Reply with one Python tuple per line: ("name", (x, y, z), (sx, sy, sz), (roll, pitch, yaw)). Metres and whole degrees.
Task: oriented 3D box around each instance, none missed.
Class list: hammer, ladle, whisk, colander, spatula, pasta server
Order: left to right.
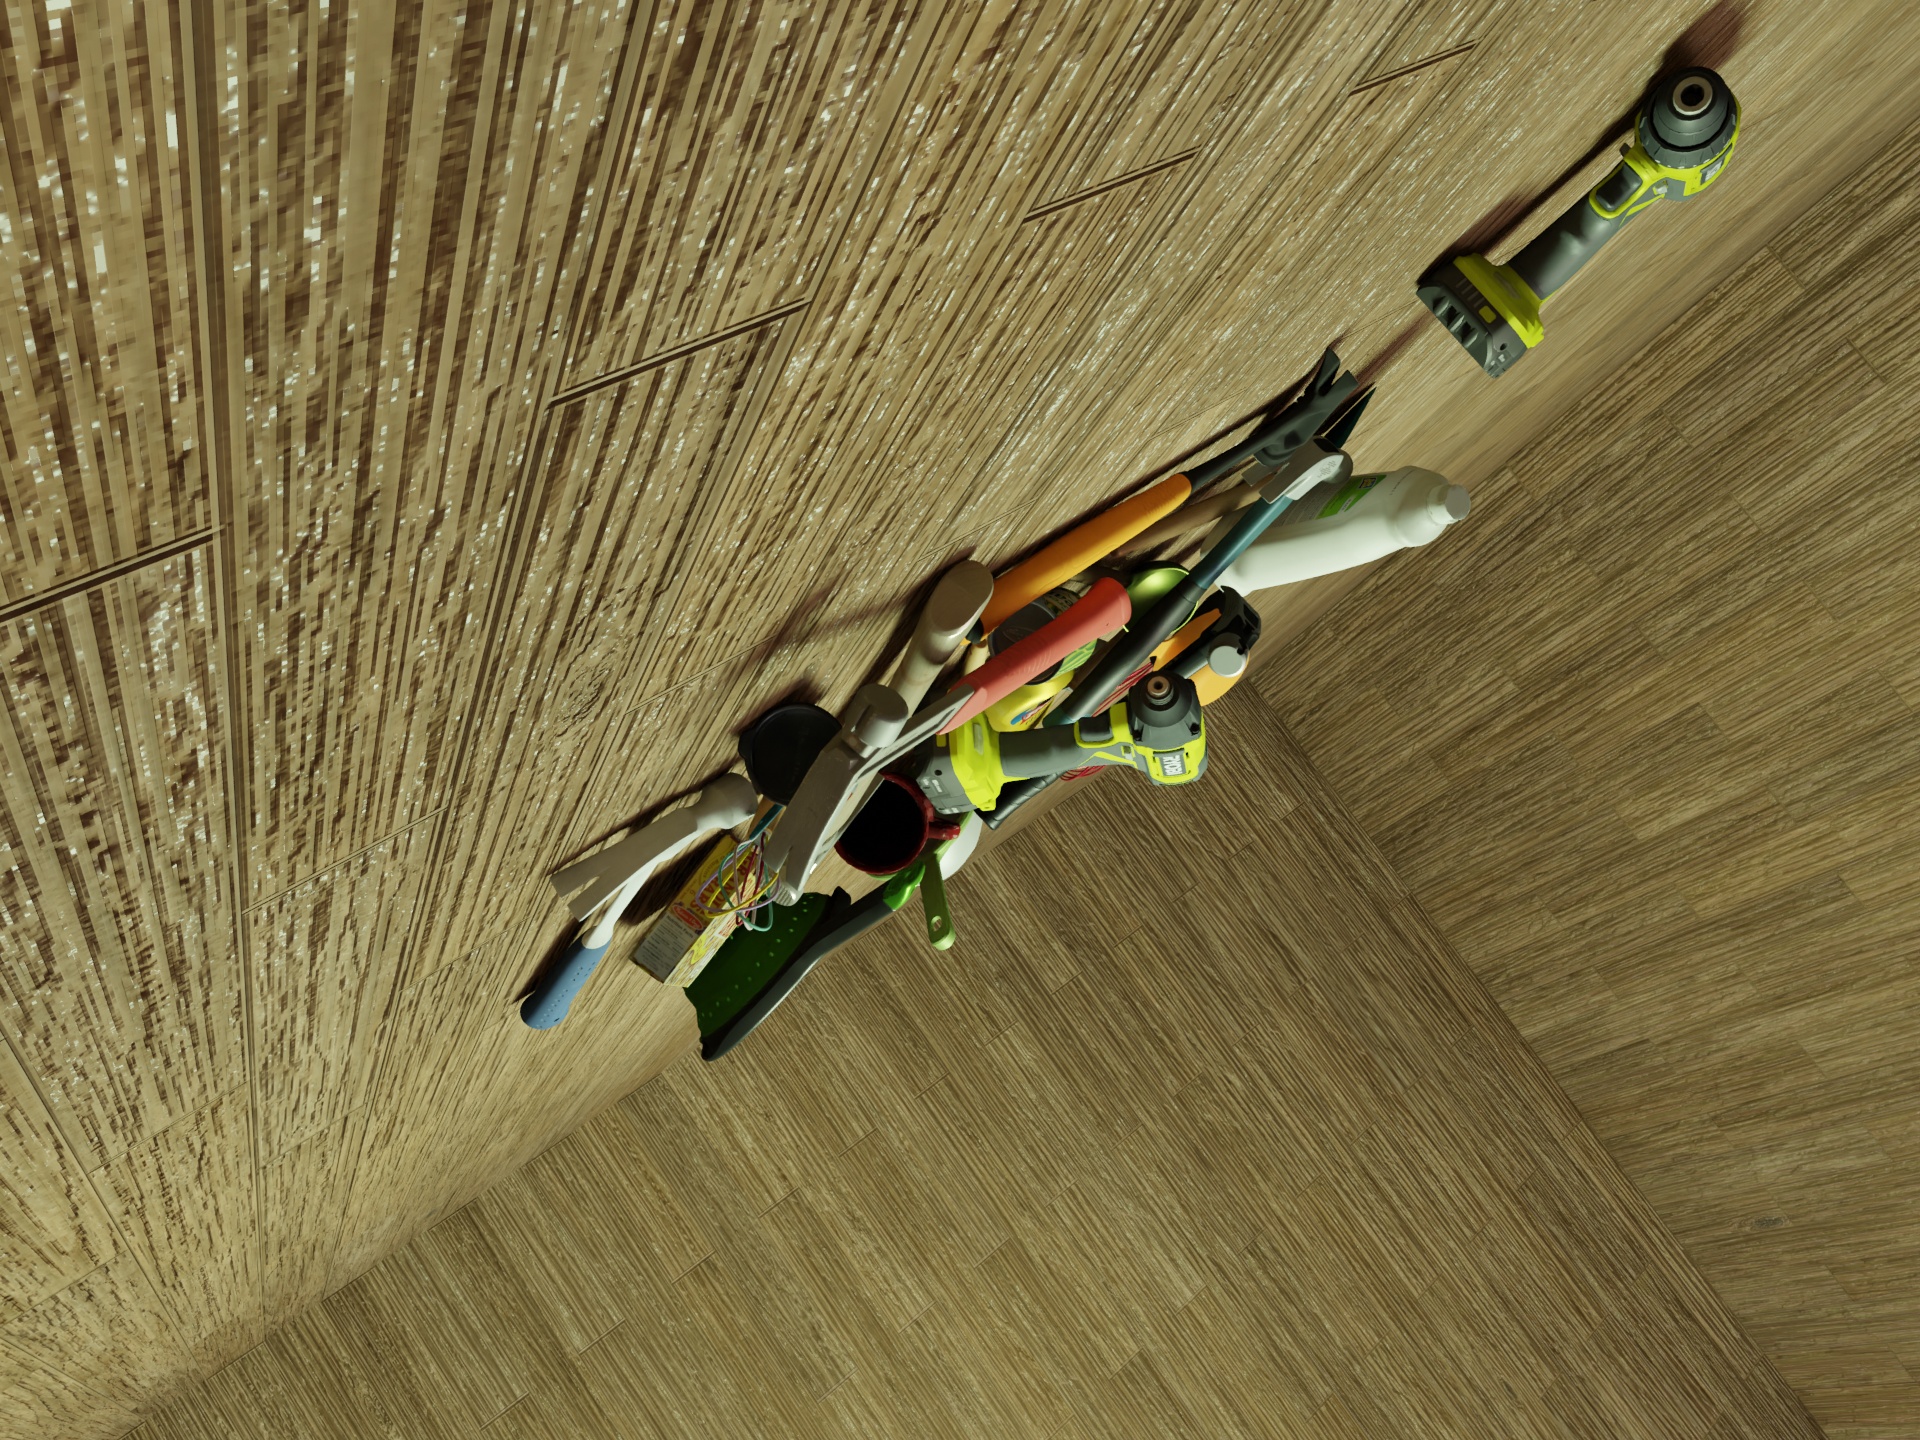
("hammer", (-0.274, 0.160, 1.187), (0.144, 0.035, 0.405), (-31, 171, -36))
("whisk", (-0.139, 0.090, 1.113), (0.047, 0.051, 0.245), (-55, -172, 12))
("colander", (-0.162, 0.180, 1.435), (0.397, 0.094, 0.204), (-38, -168, 49))
("hammer", (-0.053, 0.002, 1.143), (0.146, 0.038, 0.410), (-54, 179, -34))
("ladle", (-0.002, -0.004, 1.368), (0.031, 0.069, 0.315), (-7, 161, -10))
("hammer", (0.012, -0.016, 1.034), (0.359, 0.037, 0.149), (-33, 160, -51))
("hammer", (0.132, -0.001, 1.410), (0.334, 0.035, 0.146), (-39, -169, 31))
("ladle", (0.133, -0.106, 1.304), (0.078, 0.062, 0.320), (-41, 168, 16))
("whisk", (0.186, -0.043, 1.594), (0.295, 0.073, 0.073), (-47, 168, 26))
("hammer", (0.134, -0.151, 1.113), (0.337, 0.034, 0.127), (-33, 172, -21))
("pasta server", (0.210, -0.116, 1.500), (0.316, 0.040, 0.060), (-41, -178, -28))
("hammer", (0.187, -0.105, 1.314), (0.331, 0.033, 0.128), (-47, 161, 20))
("spatula", (0.236, -0.199, 1.322), (0.317, 0.044, 0.082), (-26, 170, -31))

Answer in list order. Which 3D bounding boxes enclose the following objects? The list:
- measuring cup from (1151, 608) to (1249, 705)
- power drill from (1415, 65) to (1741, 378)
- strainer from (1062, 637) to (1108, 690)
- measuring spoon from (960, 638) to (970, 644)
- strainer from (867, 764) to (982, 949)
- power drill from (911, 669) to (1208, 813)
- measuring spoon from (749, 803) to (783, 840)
("measuring cup", (0.208, -0.052, 1.485), (0.173, 0.052, 0.095), (-6, 138, -53))
("power drill", (0.431, -0.346, 1.094), (0.228, 0.080, 0.190), (-42, 171, 22))
("strainer", (0.125, -0.052, 1.646), (0.087, 0.050, 0.258), (-28, 177, -5))
("measuring spoon", (0.003, -0.066, 1.152), (0.021, 0.011, 0.117), (-36, 176, 5))
("strainer", (-0.018, 0.140, 1.523), (0.151, 0.069, 0.257), (-35, -147, 15))
("power drill", (0.080, 0.011, 1.256), (0.223, 0.080, 0.171), (-7, 160, 9))
("measuring spoon", (-0.127, 0.047, 1.101), (0.042, 0.021, 0.129), (-42, -172, 24))
